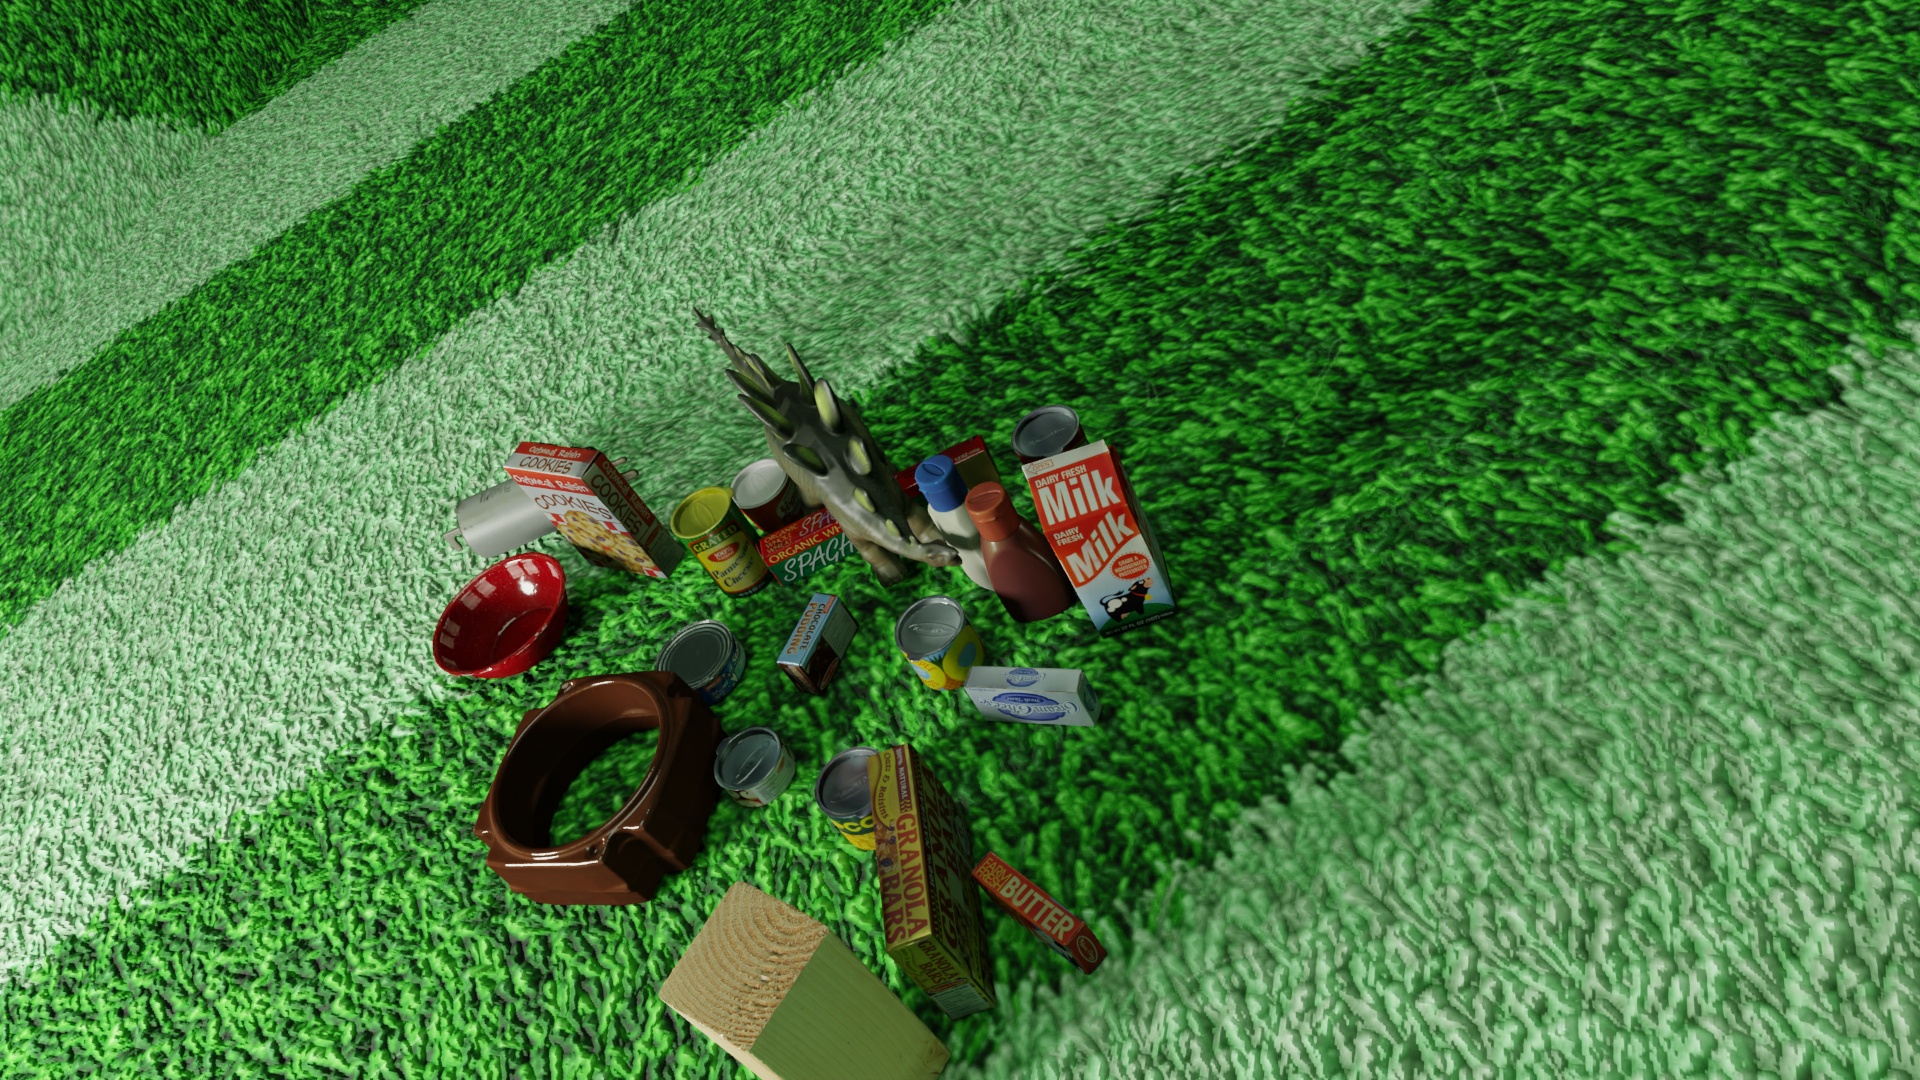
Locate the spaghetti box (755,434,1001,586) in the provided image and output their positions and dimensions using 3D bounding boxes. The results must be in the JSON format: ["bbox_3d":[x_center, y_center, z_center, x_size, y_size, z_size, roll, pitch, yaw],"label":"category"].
[{"bbox_3d":[-0.081,-0.028,1.379,0.250,0.050,0.029,-26,43,5],"label":"spaghetti box"}]

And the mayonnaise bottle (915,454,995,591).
[{"bbox_3d":[0.004,-0.016,1.250,0.041,0.147,0.065,-46,45,-16],"label":"mayonnaise bottle"}]

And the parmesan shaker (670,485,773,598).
[{"bbox_3d":[-0.233,0.002,1.394,0.071,0.102,0.072,-15,45,16],"label":"parmesan shaker"}]

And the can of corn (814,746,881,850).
[{"bbox_3d":[-0.077,0.215,1.147,0.071,0.058,0.071,-15,45,16],"label":"can of corn"}]

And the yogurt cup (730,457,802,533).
[{"bbox_3d":[-0.200,-0.045,1.455,0.072,0.053,0.073,-15,45,16],"label":"yogurt cup"}]

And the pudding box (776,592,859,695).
[{"bbox_3d":[-0.132,0.096,1.292,0.030,0.049,0.084,5,53,32],"label":"pudding box"}]

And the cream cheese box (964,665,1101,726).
[{"bbox_3d":[0.061,0.129,1.155,0.104,0.053,0.024,-1,51,28],"label":"cream cheese box"}]

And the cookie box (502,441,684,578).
[{"bbox_3d":[-0.383,-0.032,1.459,0.123,0.166,0.040,8,55,34],"label":"cookie box"}]

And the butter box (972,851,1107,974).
[{"bbox_3d":[0.057,0.274,1.024,0.024,0.053,0.103,-46,46,-16],"label":"butter box"}]

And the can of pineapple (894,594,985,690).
[{"bbox_3d":[-0.019,0.092,1.229,0.071,0.057,0.071,-15,45,16],"label":"can of pineapple"}]

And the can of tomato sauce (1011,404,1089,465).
[{"bbox_3d":[0.094,-0.075,1.304,0.071,0.082,0.071,-15,45,16],"label":"can of tomato sauce"}]

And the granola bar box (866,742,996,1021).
[{"bbox_3d":[-0.022,0.252,1.035,0.039,0.123,0.166,-21,44,10],"label":"granola bar box"}]

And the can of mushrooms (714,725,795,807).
[{"bbox_3d":[-0.184,0.200,1.235,0.071,0.033,0.071,-15,45,16],"label":"can of mushrooms"}]

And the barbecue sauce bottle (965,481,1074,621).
[{"bbox_3d":[0.047,0.010,1.203,0.065,0.148,0.044,-16,45,16],"label":"barbecue sauce bottle"}]

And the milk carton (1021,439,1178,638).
[{"bbox_3d":[0.116,-0.009,1.154,0.072,0.189,0.074,-19,44,12],"label":"milk carton"}]
